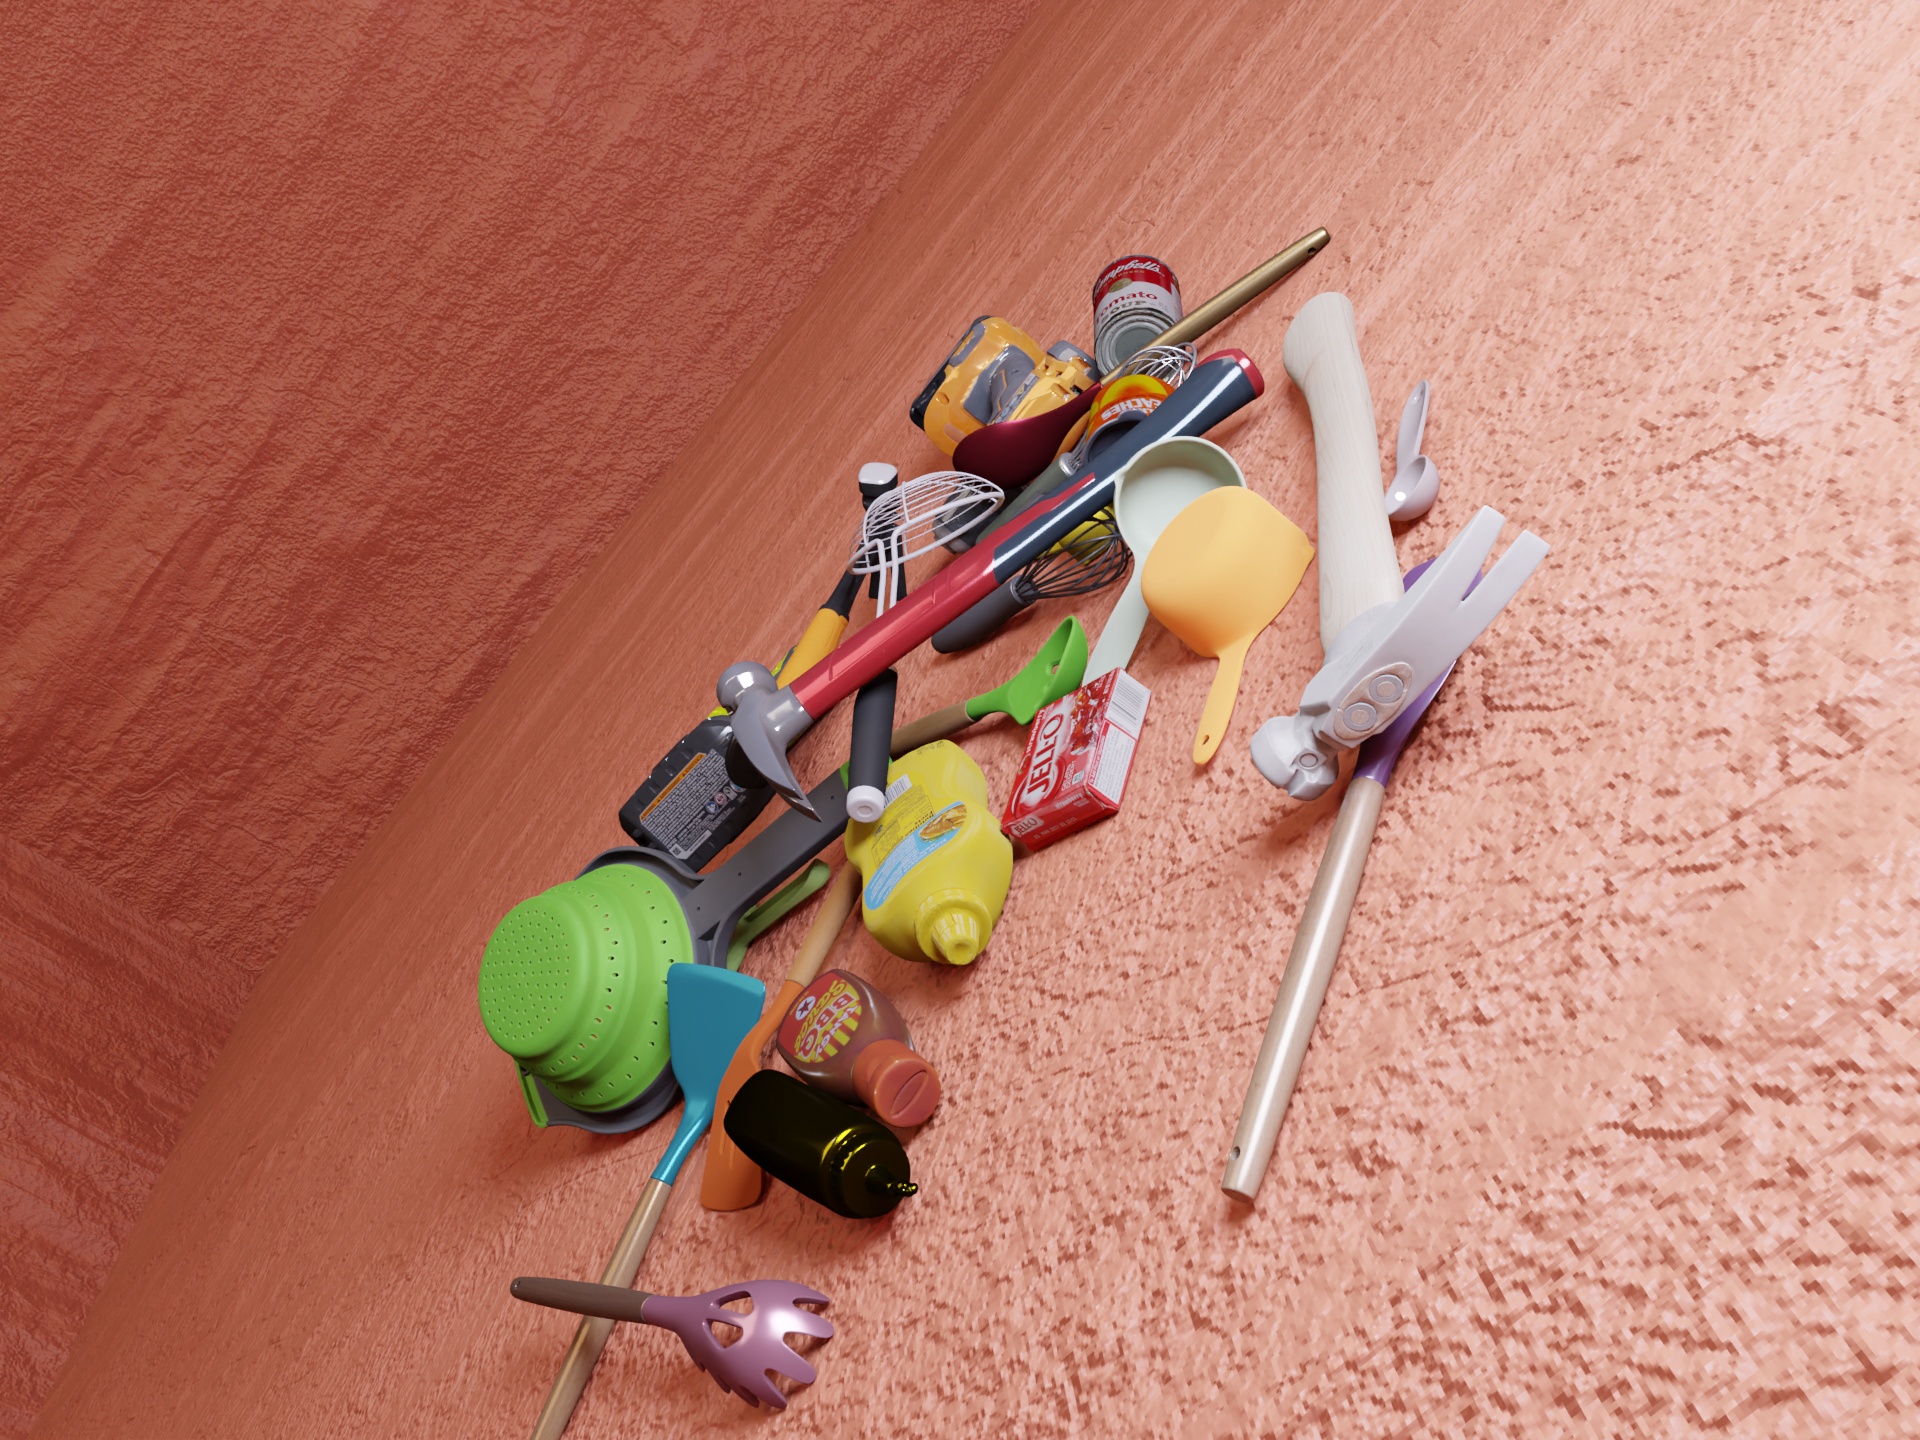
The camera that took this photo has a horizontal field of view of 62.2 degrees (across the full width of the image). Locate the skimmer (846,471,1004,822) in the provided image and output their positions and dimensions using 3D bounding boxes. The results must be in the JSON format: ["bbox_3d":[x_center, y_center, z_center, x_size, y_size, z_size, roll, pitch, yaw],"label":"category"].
[{"bbox_3d":[-0.031,-0.052,1.071,0.127,0.090,0.364,-27,36,24],"label":"skimmer"}]

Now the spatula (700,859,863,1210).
[{"bbox_3d":[-0.087,0.154,1.009,0.081,0.041,0.323,-27,29,52],"label":"spatula"}]

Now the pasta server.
[{"bbox_3d":[-0.173,0.323,0.868,0.316,0.040,0.060,-19,39,50],"label":"pasta server"}]

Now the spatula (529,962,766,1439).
[{"bbox_3d":[-0.202,0.304,0.974,0.082,0.044,0.318,6,60,31],"label":"spatula"}]

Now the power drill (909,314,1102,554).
[{"bbox_3d":[0.025,-0.238,1.312,0.185,0.084,0.226,-52,25,9],"label":"power drill"}]

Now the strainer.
[{"bbox_3d":[-0.191,0.151,1.164,0.256,0.069,0.152,-38,26,39],"label":"strainer"}]

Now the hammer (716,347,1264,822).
[{"bbox_3d":[0.029,-0.092,0.958,0.386,0.038,0.143,-37,39,-1],"label":"hammer"}]

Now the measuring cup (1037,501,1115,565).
[{"bbox_3d":[0.065,-0.135,1.126,0.156,0.029,0.062,-6,51,60],"label":"measuring cup"}]

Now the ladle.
[{"bbox_3d":[0.125,-0.252,1.134,0.315,0.069,0.031,-32,49,23],"label":"ladle"}]

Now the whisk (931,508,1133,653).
[{"bbox_3d":[0.041,-0.087,1.085,0.239,0.055,0.055,-29,32,56],"label":"whisk"}]

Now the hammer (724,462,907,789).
[{"bbox_3d":[-0.102,-0.059,1.196,0.337,0.034,0.127,-68,-20,-49],"label":"hammer"}]

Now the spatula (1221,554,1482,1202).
[{"bbox_3d":[0.162,0.048,0.652,0.060,0.018,0.316,-24,34,56],"label":"spatula"}]

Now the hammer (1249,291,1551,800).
[{"bbox_3d":[0.199,-0.134,0.791,0.146,0.038,0.411,-53,14,34],"label":"hammer"}]

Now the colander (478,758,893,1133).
[{"bbox_3d":[-0.209,0.134,1.085,0.397,0.094,0.205,-40,57,21],"label":"colander"}]

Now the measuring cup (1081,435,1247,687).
[{"bbox_3d":[0.108,-0.086,0.930,0.038,0.083,0.167,-83,16,-77],"label":"measuring cup"}]

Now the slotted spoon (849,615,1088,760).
[{"bbox_3d":[-0.002,-0.003,1.059,0.314,0.031,0.070,-24,42,58],"label":"slotted spoon"}]

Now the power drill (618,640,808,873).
[{"bbox_3d":[-0.181,0.032,1.273,0.171,0.080,0.223,-44,6,21],"label":"power drill"}]

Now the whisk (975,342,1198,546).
[{"bbox_3d":[0.087,-0.187,1.144,0.246,0.057,0.059,-40,32,42],"label":"whisk"}]

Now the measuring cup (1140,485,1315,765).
[{"bbox_3d":[0.127,-0.054,0.834,0.095,0.052,0.174,-32,28,44],"label":"measuring cup"}]

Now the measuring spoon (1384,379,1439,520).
[{"bbox_3d":[0.234,-0.138,0.805,0.034,0.018,0.124,-51,10,42],"label":"measuring spoon"}]
